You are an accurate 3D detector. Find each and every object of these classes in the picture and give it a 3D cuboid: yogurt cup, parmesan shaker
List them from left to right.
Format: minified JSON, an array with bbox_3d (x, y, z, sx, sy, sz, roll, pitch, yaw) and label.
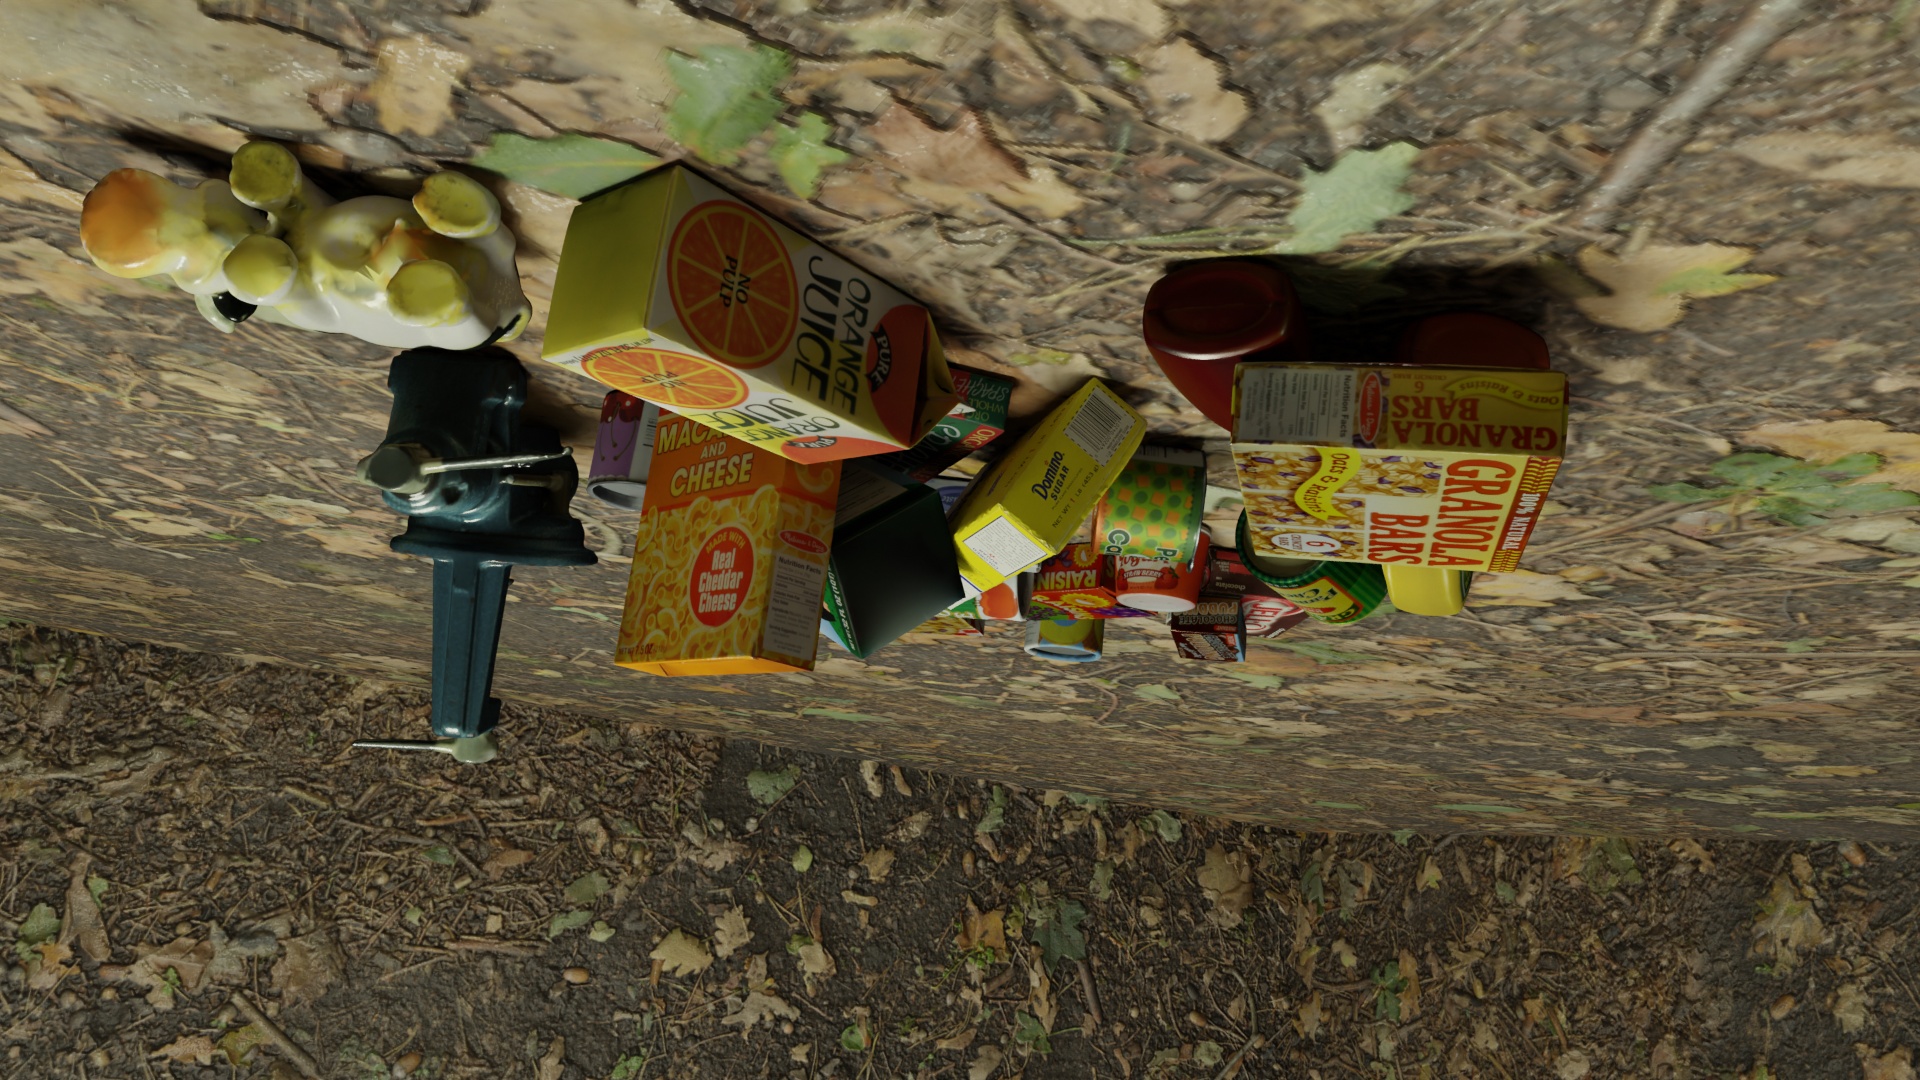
[{"bbox_3d":[0.137,0.018,0.955,0.072,0.054,0.072,7,166,2],"label":"yogurt cup"},{"bbox_3d":[0.216,0.008,0.859,0.071,0.071,0.103,-3,162,34],"label":"parmesan shaker"}]

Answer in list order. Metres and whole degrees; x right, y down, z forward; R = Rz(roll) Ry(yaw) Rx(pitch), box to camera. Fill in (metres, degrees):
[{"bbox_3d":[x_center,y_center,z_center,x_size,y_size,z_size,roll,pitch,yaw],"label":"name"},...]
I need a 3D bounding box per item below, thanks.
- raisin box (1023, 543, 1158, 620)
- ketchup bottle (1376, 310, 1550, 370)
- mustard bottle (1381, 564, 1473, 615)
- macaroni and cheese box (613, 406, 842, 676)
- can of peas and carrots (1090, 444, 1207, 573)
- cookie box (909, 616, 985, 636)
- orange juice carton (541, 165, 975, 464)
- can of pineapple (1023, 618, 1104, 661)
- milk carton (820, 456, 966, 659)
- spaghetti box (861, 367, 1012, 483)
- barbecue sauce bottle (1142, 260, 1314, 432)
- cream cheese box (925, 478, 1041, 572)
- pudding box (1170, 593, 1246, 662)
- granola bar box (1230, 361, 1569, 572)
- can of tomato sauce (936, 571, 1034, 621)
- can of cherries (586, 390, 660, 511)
[{"bbox_3d":[0.081,0.034,1.073,0.123,0.040,0.086,-5,160,37],"label":"raisin box"},{"bbox_3d":[0.215,-0.059,0.648,0.065,0.043,0.148,9,166,1],"label":"ketchup bottle"},{"bbox_3d":[0.267,-0.004,0.797,0.049,0.065,0.160,5,162,24],"label":"mustard bottle"},{"bbox_3d":[-0.117,-0.015,0.722,0.123,0.167,0.040,-7,160,43],"label":"macaroni and cheese box"},{"bbox_3d":[0.106,-0.020,0.793,0.059,0.071,0.070,7,165,3],"label":"can of peas and carrots"},{"bbox_3d":[-0.074,0.048,1.198,0.167,0.040,0.122,1,164,16],"label":"cookie box"},{"bbox_3d":[-0.080,-0.086,0.621,0.071,0.073,0.192,-6,161,40],"label":"orange juice carton"},{"bbox_3d":[0.090,0.067,1.158,0.071,0.058,0.071,6,165,2],"label":"can of pineapple"},{"bbox_3d":[-0.086,-0.009,0.797,0.074,0.072,0.191,-30,-147,-26],"label":"milk carton"},{"bbox_3d":[-0.041,-0.051,0.823,0.050,0.029,0.249,11,165,-20],"label":"spaghetti box"},{"bbox_3d":[0.130,-0.075,0.626,0.065,0.044,0.148,0,164,23],"label":"barbecue sauce bottle"},{"bbox_3d":[0.003,-0.011,0.907,0.104,0.053,0.024,6,167,1],"label":"cream cheese box"},{"bbox_3d":[0.181,0.064,1.006,0.049,0.030,0.083,3,162,15],"label":"pudding box"},{"bbox_3d":[0.187,-0.029,0.607,0.124,0.039,0.165,4,165,16],"label":"granola bar box"},{"bbox_3d":[0.008,0.026,1.017,0.083,0.071,0.071,2,165,14],"label":"can of tomato sauce"},{"bbox_3d":[-0.187,-0.052,0.831,0.071,0.058,0.071,6,166,2],"label":"can of cherries"}]
